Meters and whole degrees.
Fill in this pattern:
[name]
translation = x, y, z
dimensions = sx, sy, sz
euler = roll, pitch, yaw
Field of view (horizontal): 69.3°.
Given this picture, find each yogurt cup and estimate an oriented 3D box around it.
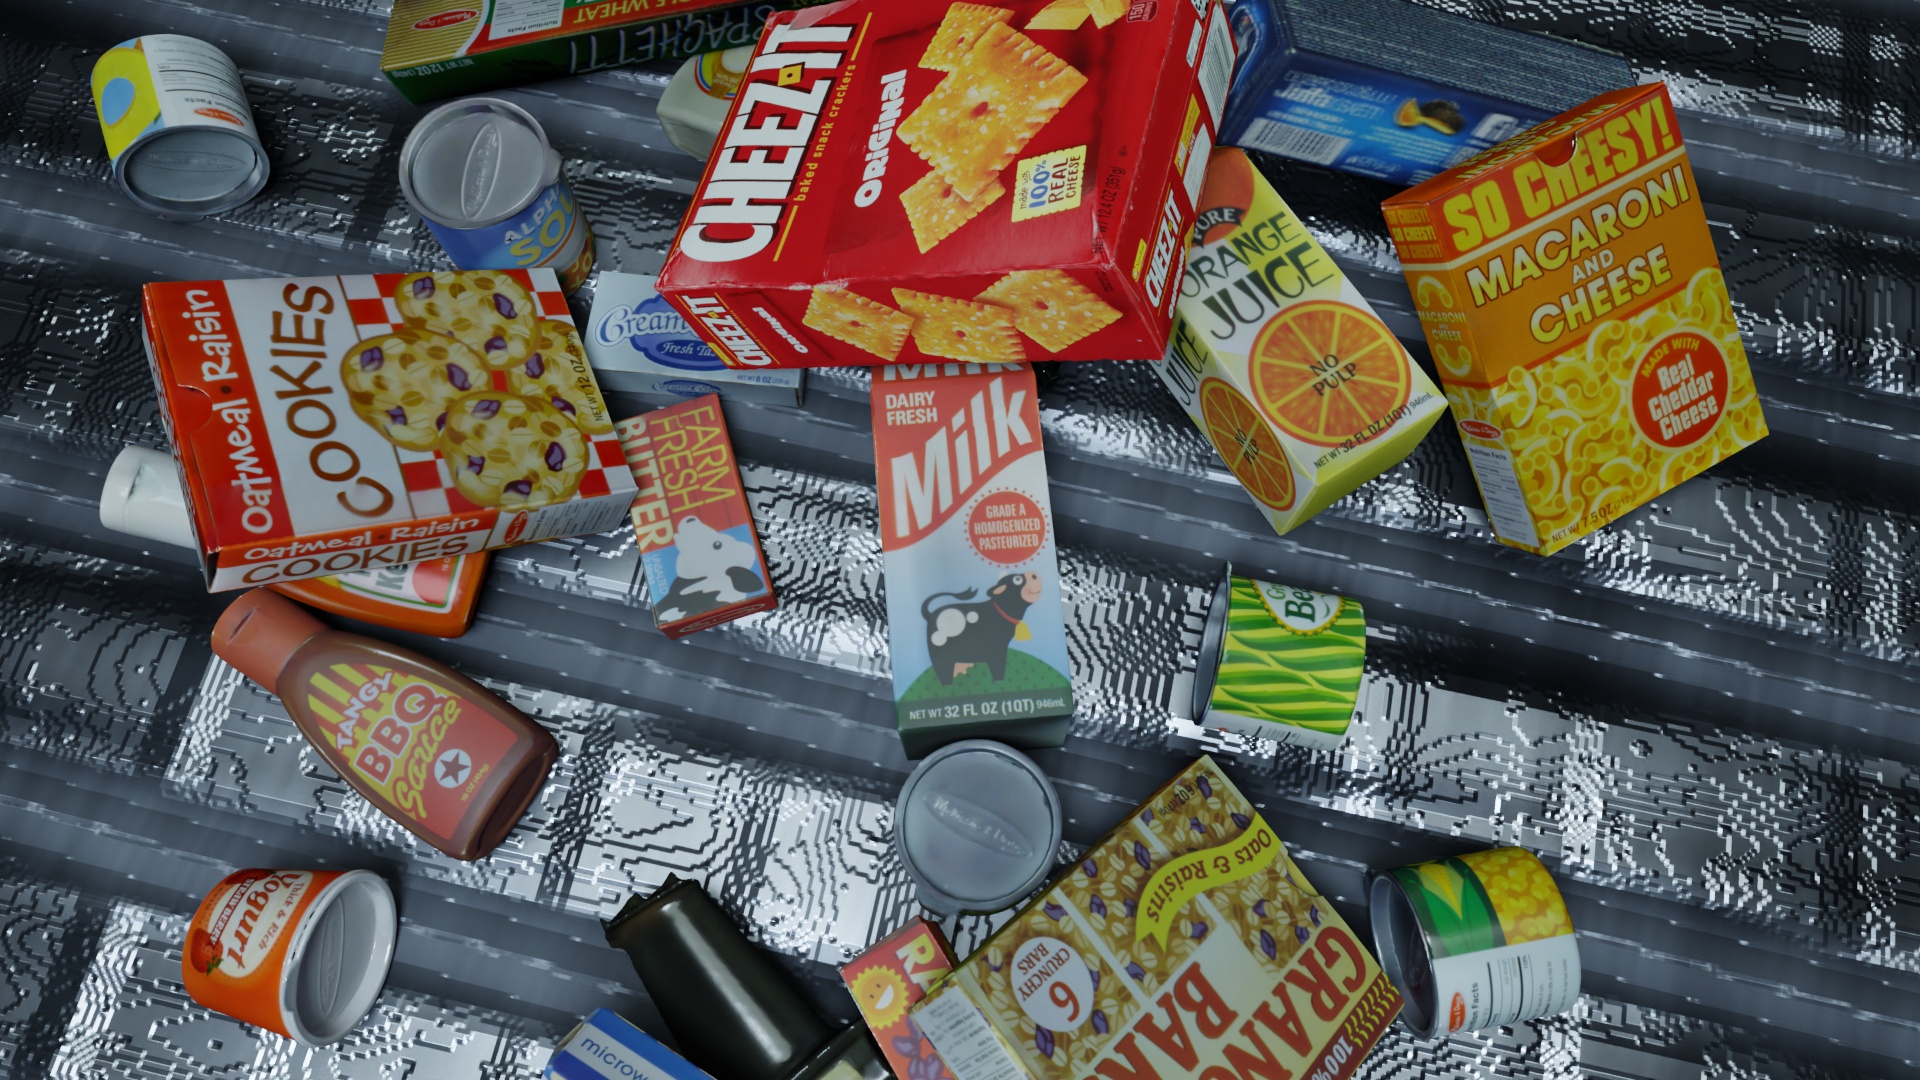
[yogurt cup]
translation = -0.267, 0.162, 0.552
dimensions = 0.054, 0.072, 0.072
euler = 6, 72, 11

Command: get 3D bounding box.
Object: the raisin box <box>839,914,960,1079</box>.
[raisin box]
translation = 0.004, 0.205, 0.523
dimensions = 0.040, 0.086, 0.123
euler = -31, 74, -7

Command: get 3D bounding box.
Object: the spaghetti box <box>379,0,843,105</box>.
[spaghetti box]
translation = -0.162, -0.259, 0.678
dimensions = 0.250, 0.028, 0.050
euler = -6, 64, 11

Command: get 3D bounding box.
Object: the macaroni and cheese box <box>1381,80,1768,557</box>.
[macaroni and cheese box]
translation = 0.270, -0.095, 0.604
dimensions = 0.124, 0.040, 0.166
euler = -27, 105, -9

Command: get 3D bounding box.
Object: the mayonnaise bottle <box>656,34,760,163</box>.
[mayonnaise bottle]
translation = -0.091, -0.255, 0.699
dimensions = 0.065, 0.041, 0.148
euler = 23, 74, 15

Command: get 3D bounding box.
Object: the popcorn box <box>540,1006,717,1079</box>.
[popcorn box]
translation = -0.104, 0.243, 0.514
dimensions = 0.127, 0.038, 0.085
euler = 29, 115, 9

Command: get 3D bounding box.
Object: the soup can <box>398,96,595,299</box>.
[soup can]
translation = -0.209, -0.152, 0.644
dimensions = 0.071, 0.083, 0.071
euler = 0, 72, 0

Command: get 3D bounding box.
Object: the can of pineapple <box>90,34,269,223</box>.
[can of pineapple]
translation = -0.377, -0.198, 0.670
dimensions = 0.071, 0.070, 0.058
euler = -23, 73, -7

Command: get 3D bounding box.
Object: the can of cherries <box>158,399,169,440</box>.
[can of cherries]
translation = -0.314, -0.060, 0.625
dimensions = 0.058, 0.071, 0.071
euler = -15, 73, -3

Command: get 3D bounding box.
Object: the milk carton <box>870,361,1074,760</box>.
[milk carton]
translation = 0.002, -0.008, 0.600
dimensions = 0.072, 0.073, 0.191
euler = -6, 71, -1

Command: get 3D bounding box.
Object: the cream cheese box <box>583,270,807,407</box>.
[cream cheese box]
translation = -0.123, -0.095, 0.656
dimensions = 0.104, 0.024, 0.053
euler = 5, 71, 2

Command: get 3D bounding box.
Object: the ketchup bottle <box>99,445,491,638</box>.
[ketchup bottle]
translation = -0.279, -0.004, 0.593
dimensions = 0.149, 0.043, 0.065
euler = 15, 72, -15

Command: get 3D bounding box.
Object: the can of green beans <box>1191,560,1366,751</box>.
[can of green beans]
translation = 0.133, 0.051, 0.584
dimensions = 0.058, 0.071, 0.071
euler = 11, 72, 3

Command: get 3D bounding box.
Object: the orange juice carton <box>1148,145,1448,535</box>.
[orange juice carton]
translation = 0.125, -0.105, 0.632
dimensions = 0.072, 0.073, 0.193
euler = -31, 74, -9

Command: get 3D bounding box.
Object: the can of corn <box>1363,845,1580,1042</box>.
[can of corn]
translation = 0.201, 0.157, 0.551
dimensions = 0.058, 0.071, 0.071
euler = -9, 72, -3

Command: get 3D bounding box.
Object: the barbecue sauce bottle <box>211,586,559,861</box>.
[barbecue sauce bottle]
translation = -0.248, 0.072, 0.591
dimensions = 0.149, 0.043, 0.065
euler = 30, 79, 10

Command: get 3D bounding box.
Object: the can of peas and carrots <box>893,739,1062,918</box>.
[can of peas and carrots]
translation = 0.006, 0.121, 0.566
dimensions = 0.071, 0.058, 0.071
euler = 0, 72, 1

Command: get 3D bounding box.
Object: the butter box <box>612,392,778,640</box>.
[butter box]
translation = -0.121, -0.012, 0.628
dimensions = 0.053, 0.024, 0.104
euler = -17, 72, -4

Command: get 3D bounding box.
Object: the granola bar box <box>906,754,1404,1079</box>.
[granola bar box]
translation = 0.079, 0.170, 0.510
dimensions = 0.166, 0.039, 0.124
euler = -28, 75, -45

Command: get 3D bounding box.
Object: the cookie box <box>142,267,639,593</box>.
[cookie box]
translation = -0.236, -0.053, 0.581
dimensions = 0.168, 0.040, 0.123
euler = -11, 67, -36
